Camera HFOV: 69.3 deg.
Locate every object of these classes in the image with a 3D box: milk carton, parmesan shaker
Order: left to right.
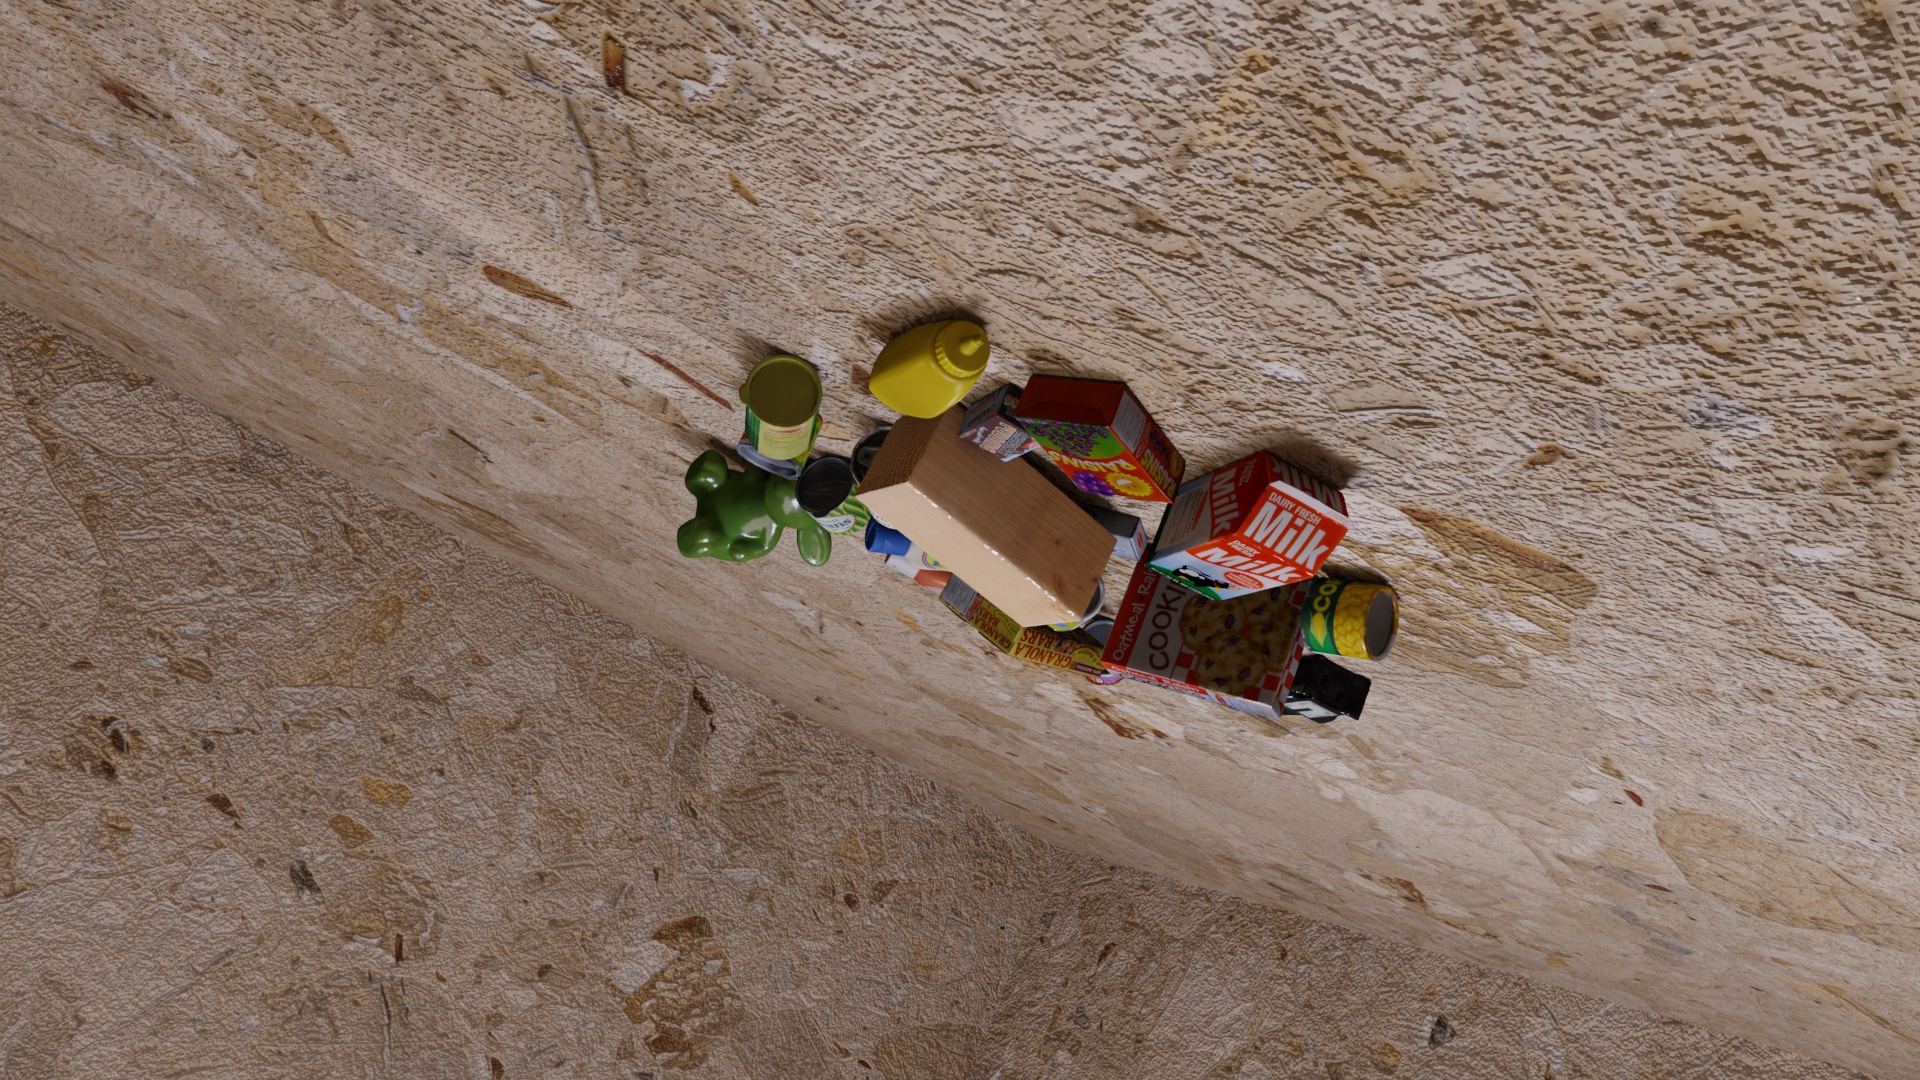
[{"bbox_3d":[-0.162,-0.117,1.239,0.071,0.071,0.103,24,164,-4],"label":"parmesan shaker"},{"bbox_3d":[0.220,-0.011,1.051,0.072,0.073,0.190,26,163,-12],"label":"milk carton"}]

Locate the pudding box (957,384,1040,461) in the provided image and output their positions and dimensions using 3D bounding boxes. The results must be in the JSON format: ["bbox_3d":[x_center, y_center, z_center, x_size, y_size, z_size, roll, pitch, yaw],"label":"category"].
[{"bbox_3d":[0.038,-0.093,1.114,0.049,0.030,0.083,27,164,-17],"label":"pudding box"}]

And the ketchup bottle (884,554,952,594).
[{"bbox_3d":[-0.014,0.043,1.598,0.149,0.043,0.064,26,166,-9],"label":"ketchup bottle"}]

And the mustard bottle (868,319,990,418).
[{"bbox_3d":[-0.015,-0.131,1.027,0.065,0.049,0.160,28,162,-20],"label":"mustard bottle"}]

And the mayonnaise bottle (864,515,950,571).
[{"bbox_3d":[-0.020,0.004,1.381,0.148,0.041,0.064,8,131,-22],"label":"mayonnaise bottle"}]

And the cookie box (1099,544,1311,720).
[{"bbox_3d":[0.223,0.080,1.248,0.167,0.123,0.040,13,160,31],"label":"cookie box"}]

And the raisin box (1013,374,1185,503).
[{"bbox_3d":[0.108,-0.075,1.058,0.086,0.040,0.123,10,160,36],"label":"raisin box"}]

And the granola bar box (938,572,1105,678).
[{"bbox_3d":[0.072,0.093,1.511,0.165,0.039,0.124,19,-167,-47],"label":"granola bar box"}]

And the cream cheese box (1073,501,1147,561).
[{"bbox_3d":[0.117,-0.012,1.276,0.104,0.024,0.053,16,161,22],"label":"cream cheese box"}]

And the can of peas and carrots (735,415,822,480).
[{"bbox_3d":[-0.170,-0.099,1.325,0.071,0.059,0.070,21,164,6],"label":"can of peas and carrots"}]

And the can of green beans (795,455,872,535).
[{"bbox_3d":[-0.127,-0.045,1.426,0.071,0.071,0.057,14,162,28],"label":"can of green beans"}]

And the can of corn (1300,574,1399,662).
[{"bbox_3d":[0.327,0.064,1.167,0.058,0.071,0.071,7,157,42],"label":"can of corn"}]

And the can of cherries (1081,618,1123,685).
[{"bbox_3d":[0.163,0.130,1.590,0.071,0.071,0.058,19,164,12],"label":"can of cherries"}]

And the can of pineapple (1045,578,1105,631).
[{"bbox_3d":[0.109,0.056,1.432,0.071,0.071,0.057,24,163,-3],"label":"can of pineapple"}]
